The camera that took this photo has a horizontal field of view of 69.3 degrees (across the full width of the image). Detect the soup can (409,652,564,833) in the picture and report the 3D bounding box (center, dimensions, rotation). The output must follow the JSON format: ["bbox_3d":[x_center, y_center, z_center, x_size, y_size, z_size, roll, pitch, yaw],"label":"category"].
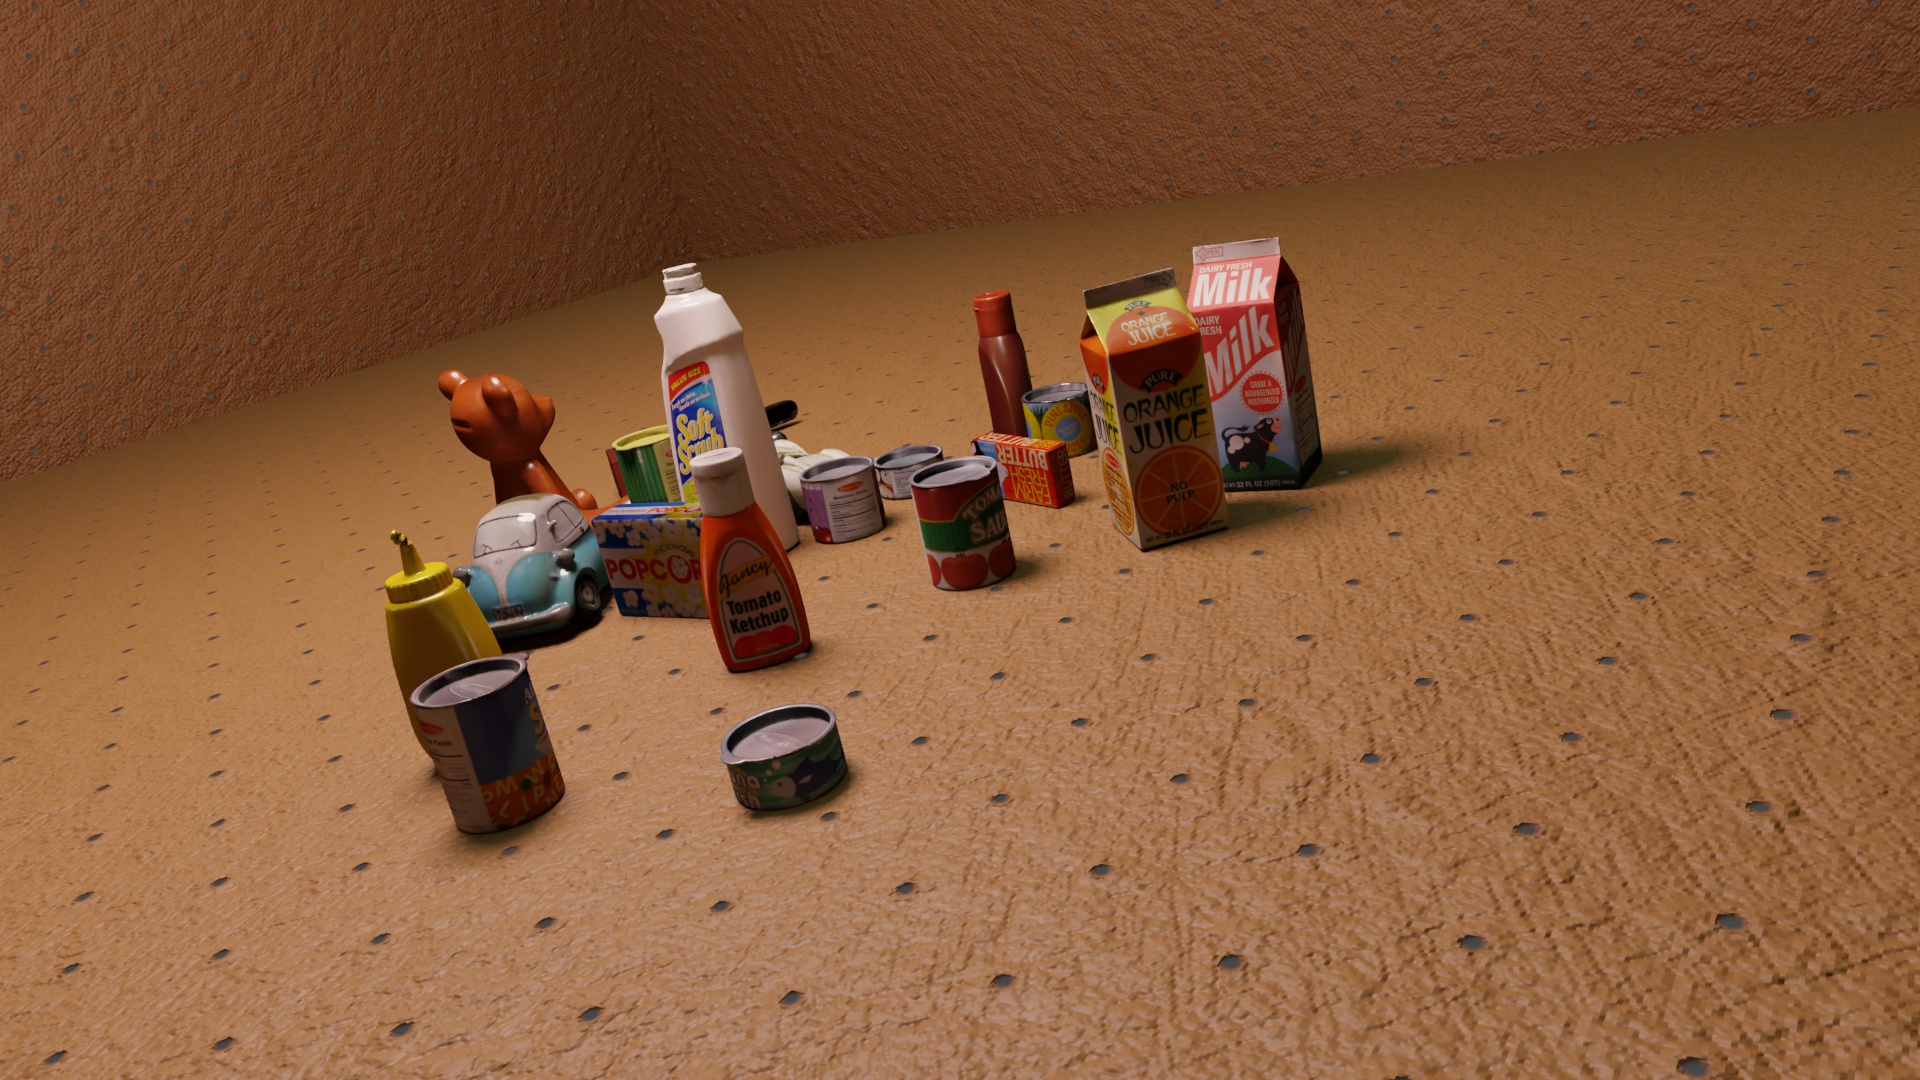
[{"bbox_3d":[-0.274,0.118,0.817,0.071,0.083,0.071,-11,18,4],"label":"soup can"}]

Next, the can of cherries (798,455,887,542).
[{"bbox_3d":[-0.101,-0.036,1.200,0.071,0.058,0.072,-11,18,4],"label":"can of cherries"}]

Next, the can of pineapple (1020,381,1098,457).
[{"bbox_3d":[0.094,-0.112,1.300,0.071,0.057,0.071,-11,18,4],"label":"can of pineapple"}]

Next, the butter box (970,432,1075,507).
[{"bbox_3d":[0.053,-0.061,1.184,0.024,0.053,0.103,-24,22,-33],"label":"butter box"}]

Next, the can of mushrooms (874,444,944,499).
[{"bbox_3d":[-0.046,-0.064,1.288,0.071,0.033,0.071,-11,18,4],"label":"can of mushrooms"}]

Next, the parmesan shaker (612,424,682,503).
[{"bbox_3d":[-0.273,-0.046,1.267,0.071,0.102,0.071,-11,18,4],"label":"parmesan shaker"}]

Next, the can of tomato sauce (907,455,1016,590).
[{"bbox_3d":[0.004,-0.013,1.028,0.071,0.082,0.071,-11,18,4],"label":"can of tomato sauce"}]

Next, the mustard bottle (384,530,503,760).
[{"bbox_3d":[-0.329,0.066,0.884,0.065,0.159,0.049,-12,18,2],"label":"mustard bottle"}]

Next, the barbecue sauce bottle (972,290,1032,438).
[{"bbox_3d":[0.043,-0.166,1.349,0.044,0.148,0.065,-17,19,-15],"label":"barbecue sauce bottle"}]

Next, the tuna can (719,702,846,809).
[{"bbox_3d":[-0.100,0.122,0.778,0.071,0.032,0.071,-11,18,4],"label":"tuna can"}]

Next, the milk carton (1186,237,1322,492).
[{"bbox_3d":[0.229,-0.140,1.089,0.072,0.190,0.074,-1,21,30],"label":"milk carton"}]

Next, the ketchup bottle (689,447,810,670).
[{"bbox_3d":[-0.149,0.012,0.947,0.065,0.148,0.043,-15,18,-9],"label":"ketchup bottle"}]

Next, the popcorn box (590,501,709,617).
[{"bbox_3d":[-0.221,0.015,1.084,0.126,0.085,0.038,-1,21,31],"label":"popcorn box"}]

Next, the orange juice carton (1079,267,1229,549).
[{"bbox_3d":[0.139,-0.098,1.021,0.072,0.192,0.073,-15,18,-8],"label":"orange juice carton"}]
